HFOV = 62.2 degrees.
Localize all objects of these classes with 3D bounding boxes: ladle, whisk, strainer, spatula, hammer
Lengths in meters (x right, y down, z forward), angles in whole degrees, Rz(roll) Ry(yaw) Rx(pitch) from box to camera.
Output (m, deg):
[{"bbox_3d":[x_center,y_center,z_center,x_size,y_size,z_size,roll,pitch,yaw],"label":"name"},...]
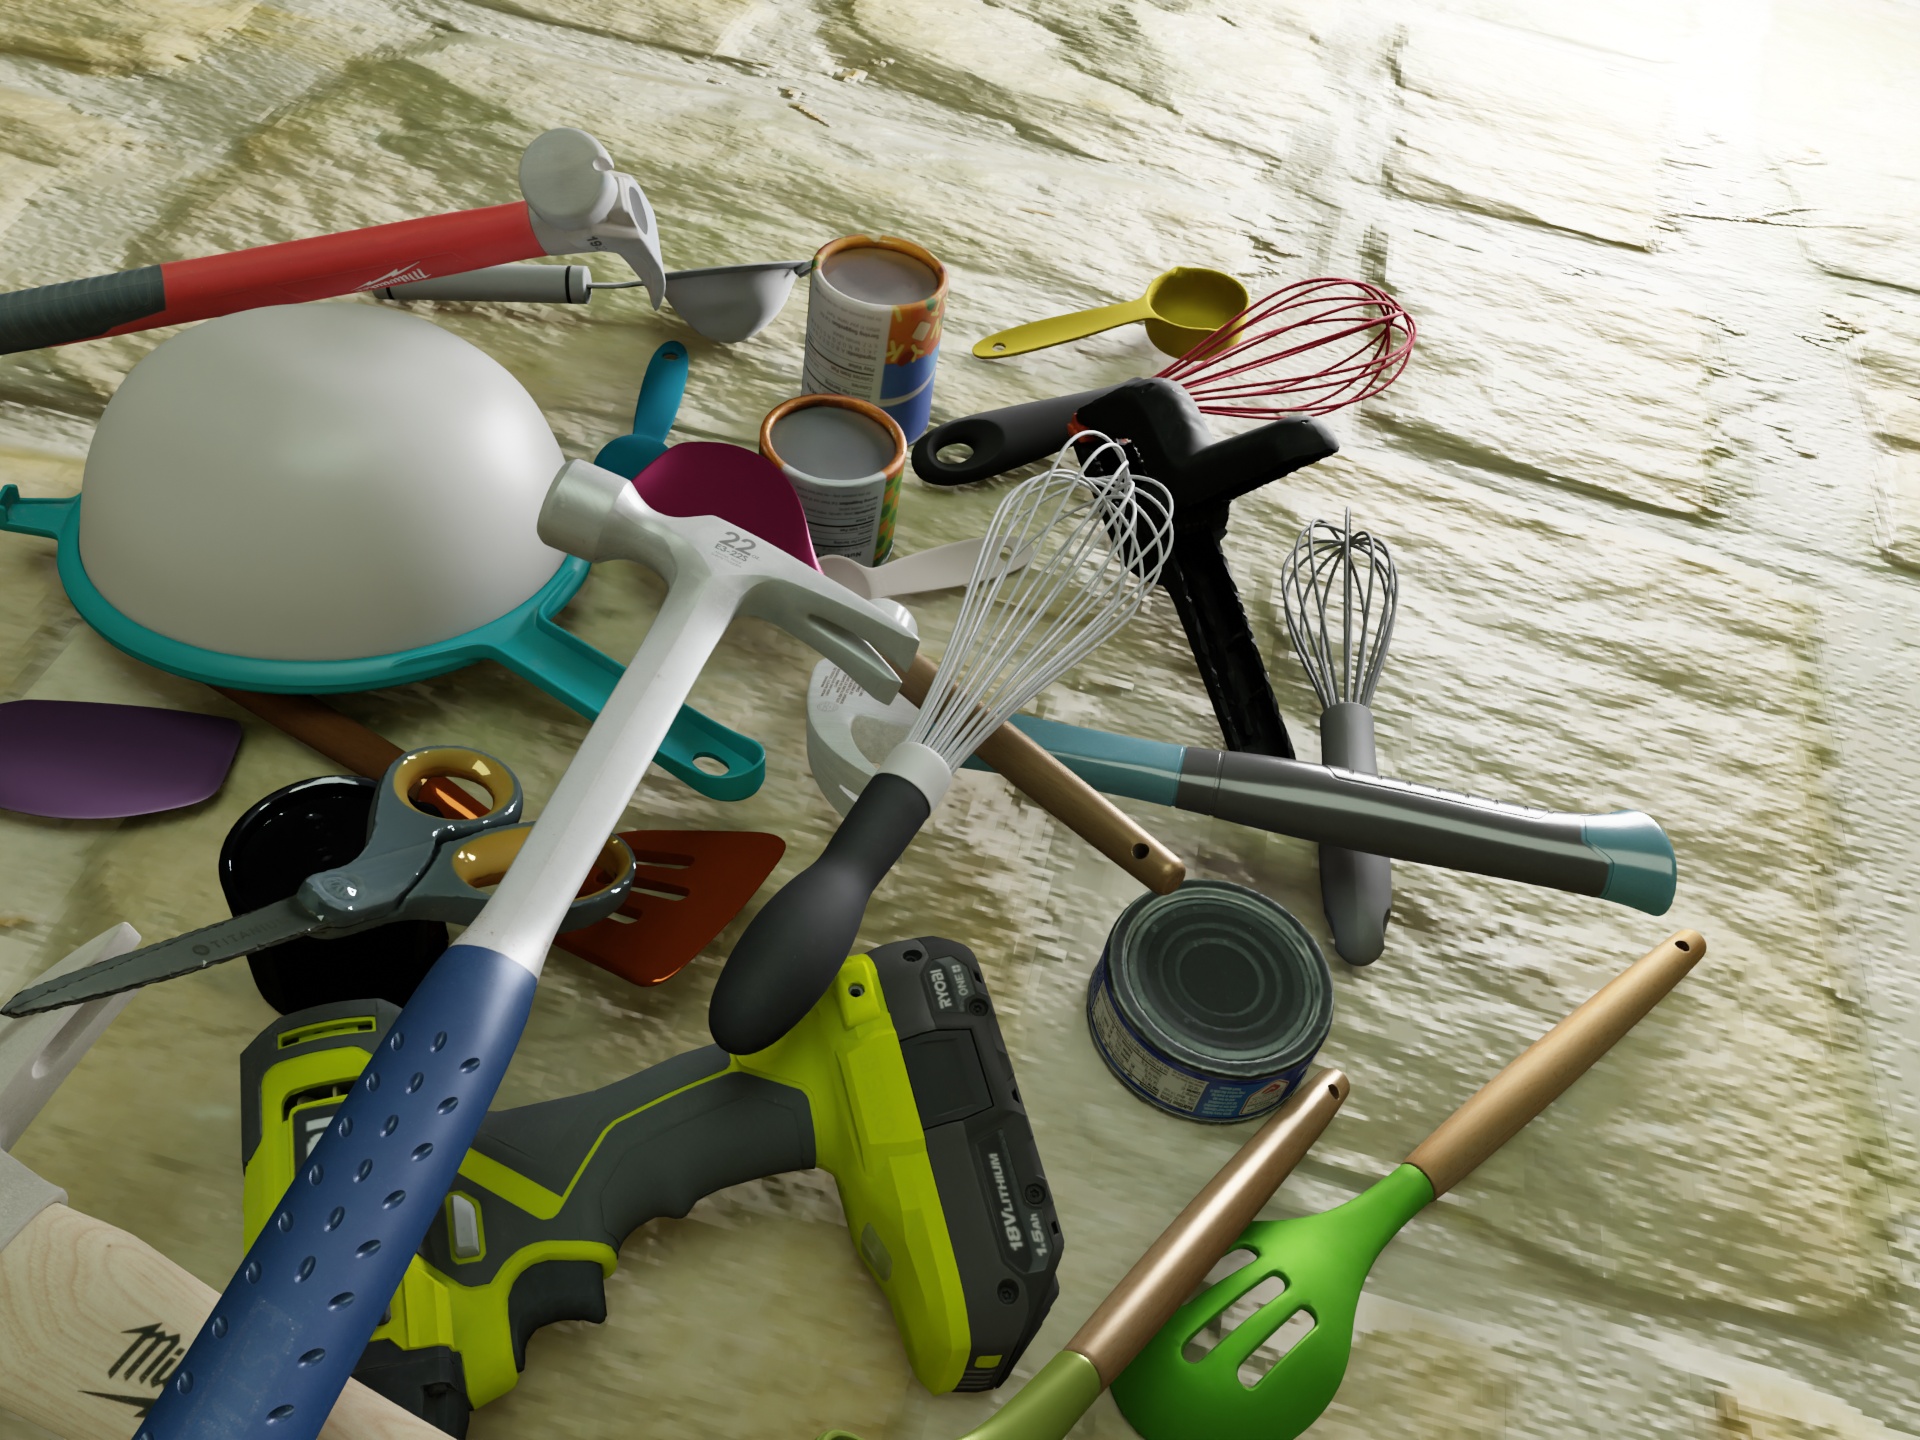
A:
[{"bbox_3d":[0.054,0.161,0.436,0.320,0.062,0.078,-23,77,-53],"label":"ladle"},{"bbox_3d":[0.000,-0.001,0.534,0.070,0.070,0.285,26,53,12],"label":"whisk"},{"bbox_3d":[-0.205,-0.082,0.618,0.340,0.095,0.211,30,43,24],"label":"strainer"},{"bbox_3d":[-0.218,0.009,0.597,0.323,0.041,0.081,27,45,15],"label":"spatula"},{"bbox_3d":[-0.091,0.201,0.383,0.410,0.038,0.146,27,62,7],"label":"hammer"},{"bbox_3d":[0.109,-0.169,0.812,0.296,0.073,0.073,-20,55,-19],"label":"whisk"},{"bbox_3d":[-0.327,-0.187,0.704,0.386,0.143,0.038,-9,88,2],"label":"hammer"},{"bbox_3d":[0.166,-0.001,0.677,0.055,0.055,0.239,10,51,-2],"label":"whisk"},{"bbox_3d":[-0.120,0.063,0.442,0.144,0.035,0.406,23,41,-4],"label":"hammer"},{"bbox_3d":[0.098,0.023,0.609,0.331,0.033,0.128,11,38,10],"label":"hammer"},{"bbox_3d":[-0.186,-0.219,0.809,0.258,0.050,0.087,1,12,-2],"label":"strainer"},{"bbox_3d":[-0.430,0.003,0.577,0.316,0.018,0.060,6,43,-7],"label":"spatula"}]

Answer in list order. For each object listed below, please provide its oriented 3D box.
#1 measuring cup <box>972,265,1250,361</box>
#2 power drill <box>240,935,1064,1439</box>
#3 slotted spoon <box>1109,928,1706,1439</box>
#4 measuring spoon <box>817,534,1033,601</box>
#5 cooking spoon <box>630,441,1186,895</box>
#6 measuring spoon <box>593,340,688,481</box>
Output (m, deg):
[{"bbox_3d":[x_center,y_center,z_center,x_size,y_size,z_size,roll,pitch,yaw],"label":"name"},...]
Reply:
[{"bbox_3d":[0.082,-0.209,0.868,0.156,0.029,0.062,-15,51,-8],"label":"measuring cup"},{"bbox_3d":[-0.091,0.154,0.470,0.223,0.080,0.171,-9,56,-14],"label":"power drill"},{"bbox_3d":[0.175,0.147,0.559,0.314,0.031,0.070,-26,53,-31],"label":"slotted spoon"},{"bbox_3d":[-0.020,-0.065,0.720,0.124,0.018,0.034,-16,82,-31],"label":"measuring spoon"},{"bbox_3d":[-0.033,-0.029,0.616,0.069,0.017,0.319,-44,56,-12],"label":"cooking spoon"},{"bbox_3d":[-0.148,-0.152,0.767,0.042,0.021,0.129,7,48,-4],"label":"measuring spoon"}]
